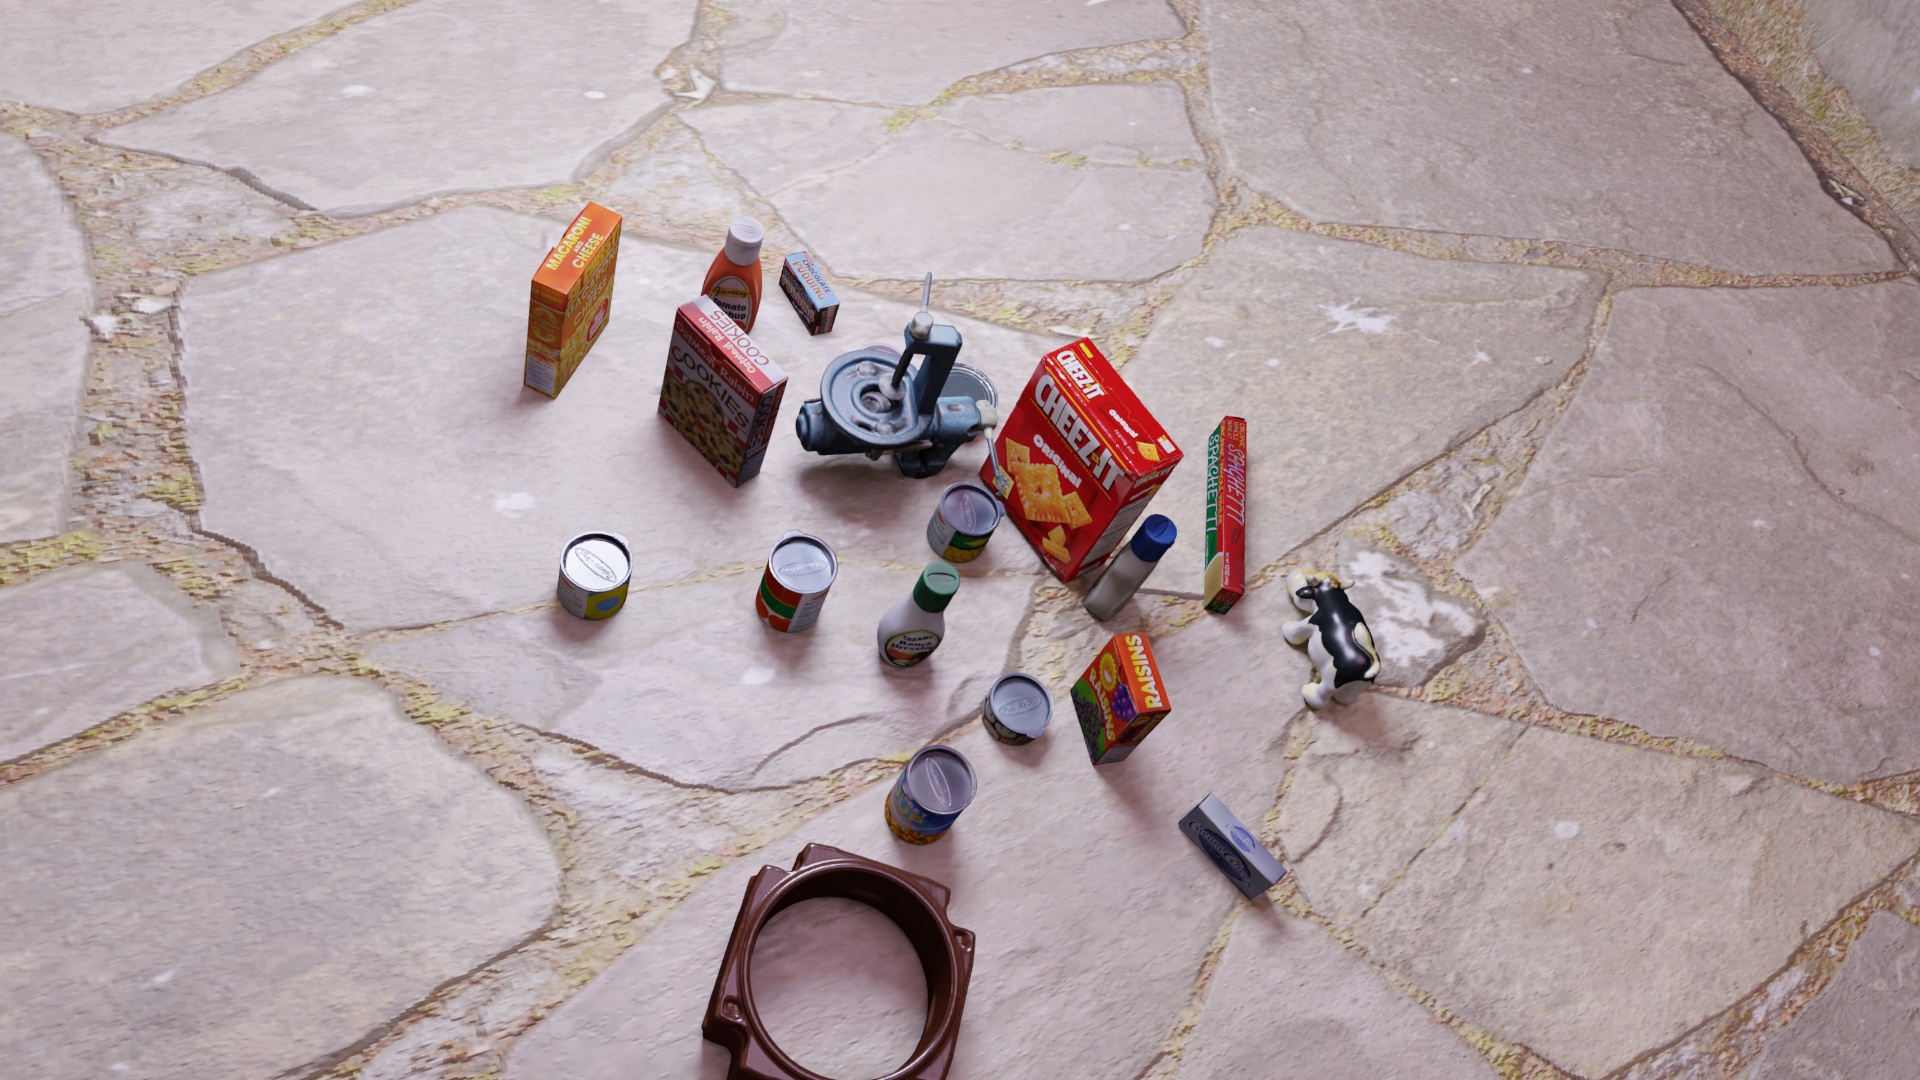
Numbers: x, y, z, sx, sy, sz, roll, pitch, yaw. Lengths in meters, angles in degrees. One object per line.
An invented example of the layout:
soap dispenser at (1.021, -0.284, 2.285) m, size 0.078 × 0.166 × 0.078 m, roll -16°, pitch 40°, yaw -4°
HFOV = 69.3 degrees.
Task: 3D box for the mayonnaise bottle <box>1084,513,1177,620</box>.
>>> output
mayonnaise bottle at (0.178, 0.025, 1.438) m, size 0.041 × 0.147 × 0.065 m, roll 38°, pitch 54°, yaw 7°

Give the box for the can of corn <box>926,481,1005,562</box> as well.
can of corn at (0.005, -0.018, 1.460) m, size 0.071 × 0.058 × 0.071 m, roll 9°, pitch 56°, yaw -14°

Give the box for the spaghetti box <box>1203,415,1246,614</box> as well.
spaghetti box at (0.302, -0.034, 1.582) m, size 0.029 × 0.050 × 0.251 m, roll 16°, pitch 55°, yaw -10°

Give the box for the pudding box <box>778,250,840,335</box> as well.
pudding box at (-0.171, -0.280, 1.573) m, size 0.030 × 0.049 × 0.084 m, roll -21°, pitch 67°, yaw -29°

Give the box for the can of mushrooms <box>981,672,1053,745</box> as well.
can of mushrooms at (0.057, 0.169, 1.372) m, size 0.071 × 0.033 × 0.071 m, roll 9°, pitch 56°, yaw -14°

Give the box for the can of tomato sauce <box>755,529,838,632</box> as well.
can of tomato sauce at (-0.161, 0.041, 1.347) m, size 0.071 × 0.082 × 0.071 m, roll 9°, pitch 56°, yaw -14°

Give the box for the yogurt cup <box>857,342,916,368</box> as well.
yogurt cup at (-0.092, -0.176, 1.531) m, size 0.072 × 0.053 × 0.073 m, roll 9°, pitch 56°, yaw -14°

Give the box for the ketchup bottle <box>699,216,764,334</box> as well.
ketchup bottle at (-0.241, -0.284, 1.489) m, size 0.065 × 0.148 × 0.044 m, roll 13°, pitch 55°, yaw -12°

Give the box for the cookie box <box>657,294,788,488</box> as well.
cookie box at (-0.241, -0.146, 1.388) m, size 0.123 × 0.166 × 0.040 m, roll 44°, pitch 55°, yaw 11°

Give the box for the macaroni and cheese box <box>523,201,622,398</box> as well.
macaroni and cheese box at (-0.391, -0.240, 1.396) m, size 0.040 × 0.165 × 0.124 m, roll 24°, pitch 54°, yaw -4°

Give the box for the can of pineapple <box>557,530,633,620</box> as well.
can of pineapple at (-0.342, 0.033, 1.304) m, size 0.071 × 0.057 × 0.071 m, roll 9°, pitch 56°, yaw -14°

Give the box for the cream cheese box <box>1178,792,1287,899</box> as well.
cream cheese box at (0.263, 0.298, 1.350) m, size 0.024 × 0.053 × 0.104 m, roll -35°, pitch 75°, yaw -34°

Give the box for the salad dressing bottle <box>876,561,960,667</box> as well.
salad dressing bottle at (-0.038, 0.071, 1.331) m, size 0.064 × 0.147 × 0.044 m, roll 5°, pitch 57°, yaw -17°

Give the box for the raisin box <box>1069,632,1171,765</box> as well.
raisin box at (0.154, 0.155, 1.360) m, size 0.040 × 0.122 × 0.086 m, roll -3°, pitch 60°, yaw -21°

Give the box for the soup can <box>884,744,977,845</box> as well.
soup can at (-0.031, 0.234, 1.268) m, size 0.071 × 0.083 × 0.072 m, roll 9°, pitch 56°, yaw -14°
